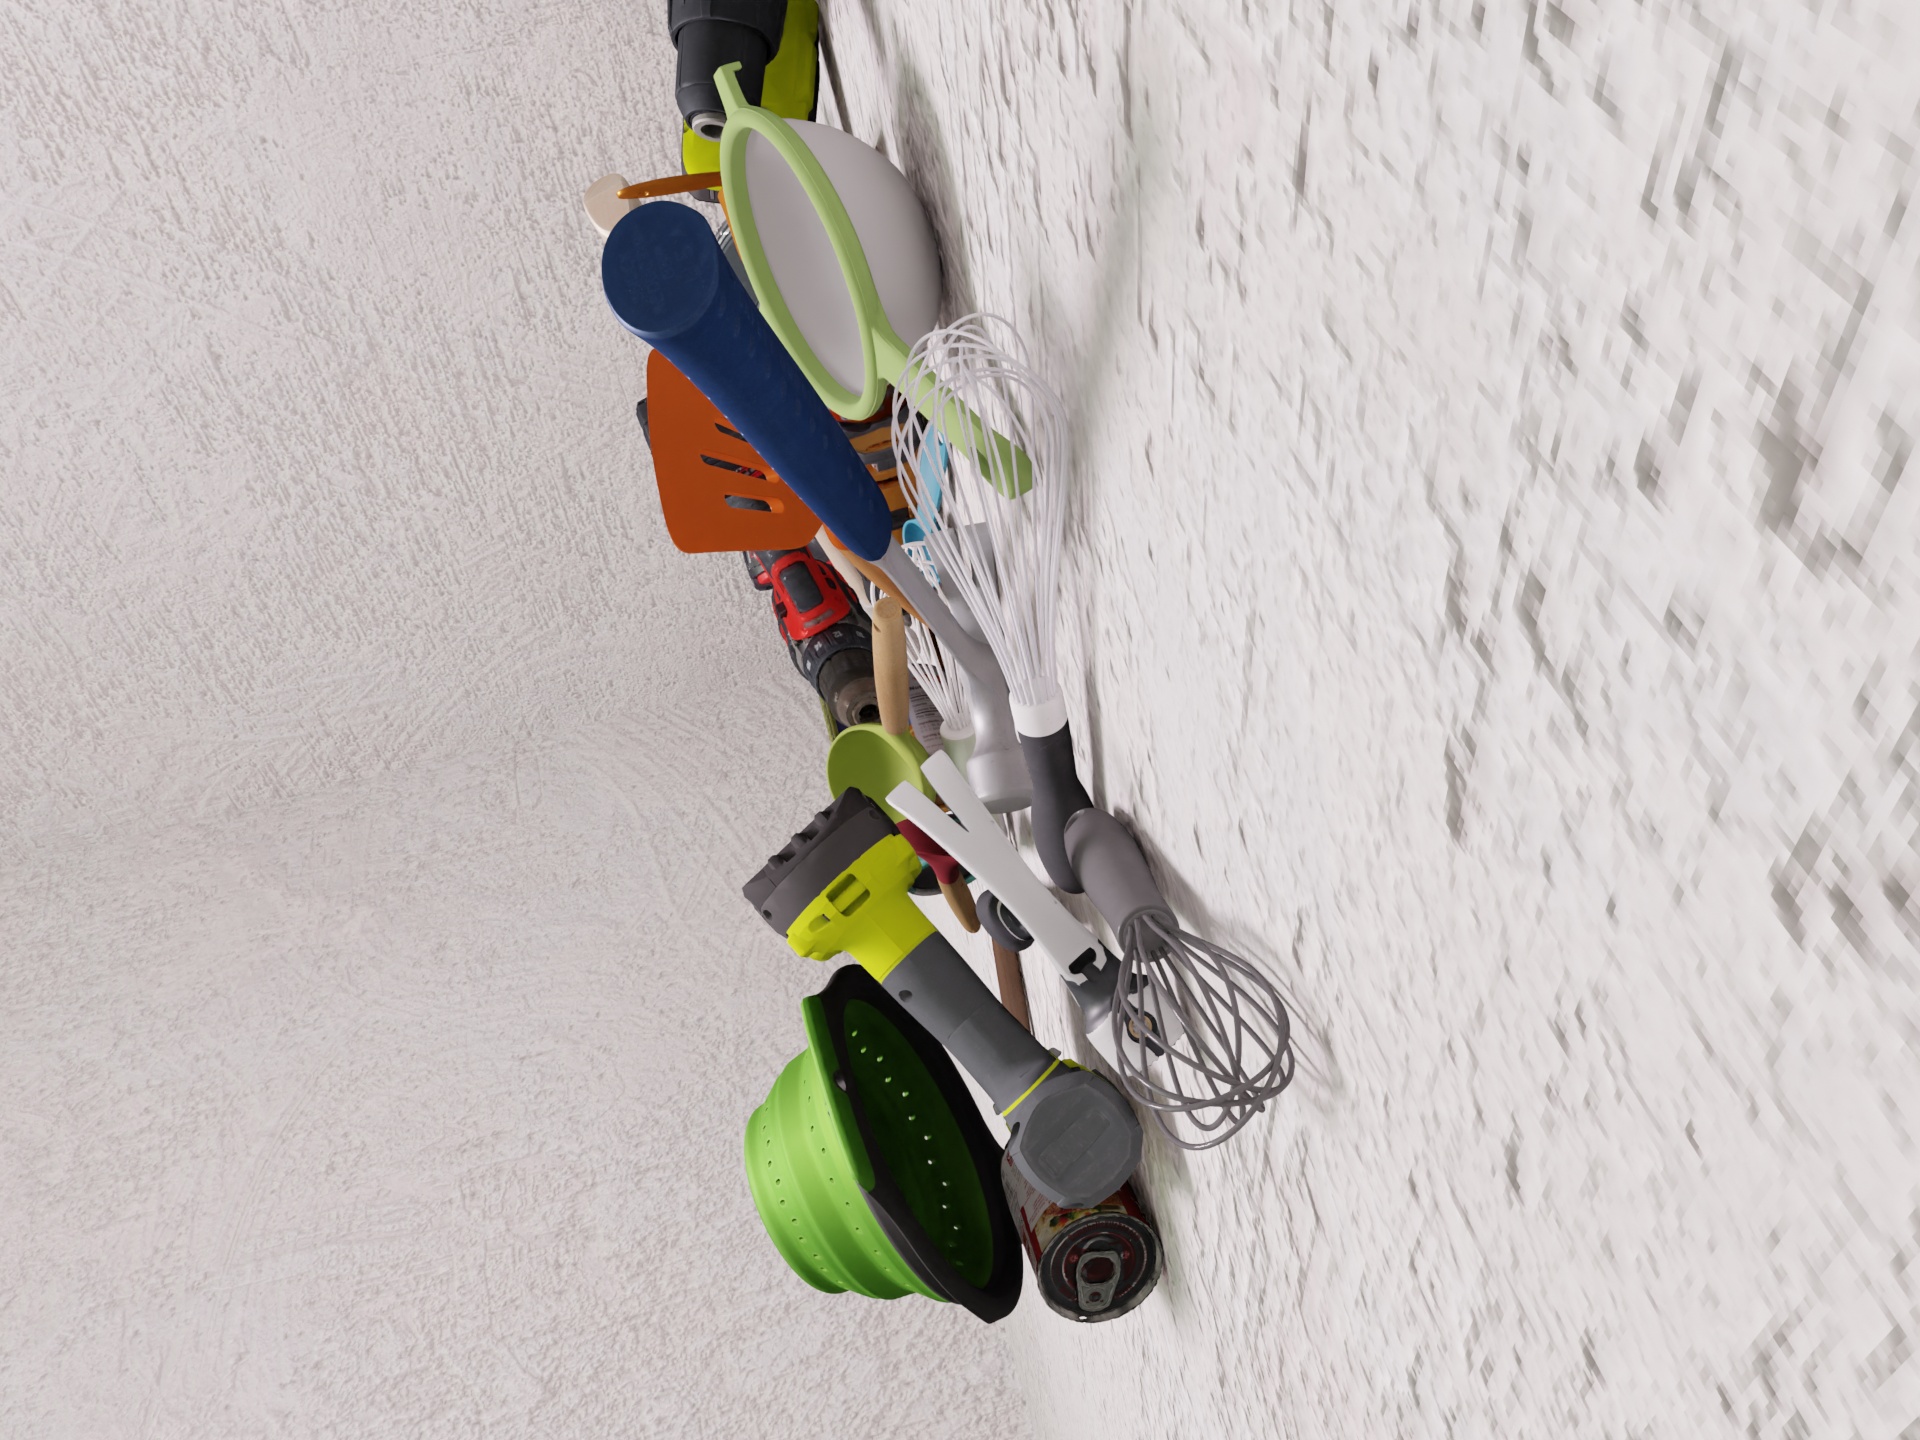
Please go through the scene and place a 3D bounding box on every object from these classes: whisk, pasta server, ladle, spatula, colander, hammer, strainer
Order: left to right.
[{"bbox_3d":[-0.141,-0.214,1.142,0.410,0.038,0.146,56,-169,-40],"label":"hammer"},{"bbox_3d":[-0.053,-0.076,0.721,0.322,0.041,0.081,35,-136,-73],"label":"spatula"},{"bbox_3d":[-0.033,-0.075,0.617,0.405,0.035,0.144,48,-148,-69],"label":"hammer"},{"bbox_3d":[-0.045,0.002,0.872,0.078,0.062,0.320,47,168,11],"label":"ladle"},{"bbox_3d":[-0.023,-0.190,0.727,0.257,0.069,0.151,50,160,33],"label":"strainer"},{"bbox_3d":[-0.021,0.280,0.940,0.396,0.094,0.205,47,-163,-54],"label":"colander"},{"bbox_3d":[-0.005,0.108,1.054,0.315,0.069,0.031,73,-155,-71],"label":"ladle"},{"bbox_3d":[-0.002,-0.003,0.951,0.058,0.059,0.246,-104,-2,-53],"label":"whisk"},{"bbox_3d":[0.027,0.097,0.815,0.149,0.036,0.409,49,175,5],"label":"hammer"},{"bbox_3d":[0.042,0.265,1.179,0.060,0.040,0.316,-142,38,-59],"label":"pasta server"},{"bbox_3d":[0.025,-0.030,0.640,0.070,0.070,0.284,-113,6,-51],"label":"whisk"},{"bbox_3d":[0.065,0.078,0.565,0.239,0.055,0.055,-111,9,-73],"label":"whisk"}]

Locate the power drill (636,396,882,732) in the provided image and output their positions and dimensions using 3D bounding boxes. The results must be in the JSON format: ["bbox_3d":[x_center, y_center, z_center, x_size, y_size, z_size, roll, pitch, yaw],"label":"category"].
[{"bbox_3d":[-0.115,-0.107,1.034,0.226,0.080,0.188,62,178,-34],"label":"power drill"}]

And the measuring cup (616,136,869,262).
[{"bbox_3d":[-0.107,-0.261,0.836,0.095,0.173,0.052,-13,100,40],"label":"measuring cup"}]

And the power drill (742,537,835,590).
[{"bbox_3d":[-0.150,-0.175,1.415,0.219,0.143,0.078,137,121,-85],"label":"power drill"}]

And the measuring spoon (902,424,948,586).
[{"bbox_3d":[-0.011,-0.127,0.907,0.042,0.021,0.128,53,154,26],"label":"measuring spoon"}]

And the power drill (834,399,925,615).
[{"bbox_3d":[-0.073,-0.190,1.028,0.185,0.084,0.226,83,166,-59],"label":"power drill"}]

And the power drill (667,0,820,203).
[{"bbox_3d":[-0.119,-0.369,0.858,0.228,0.080,0.190,128,146,-82],"label":"power drill"}]

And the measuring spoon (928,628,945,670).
[{"bbox_3d":[-0.019,-0.069,1.119,0.021,0.011,0.116,-116,10,-57],"label":"measuring spoon"}]

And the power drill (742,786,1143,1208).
[{"bbox_3d":[-0.002,0.145,0.808,0.223,0.080,0.171,46,175,9],"label":"power drill"}]
